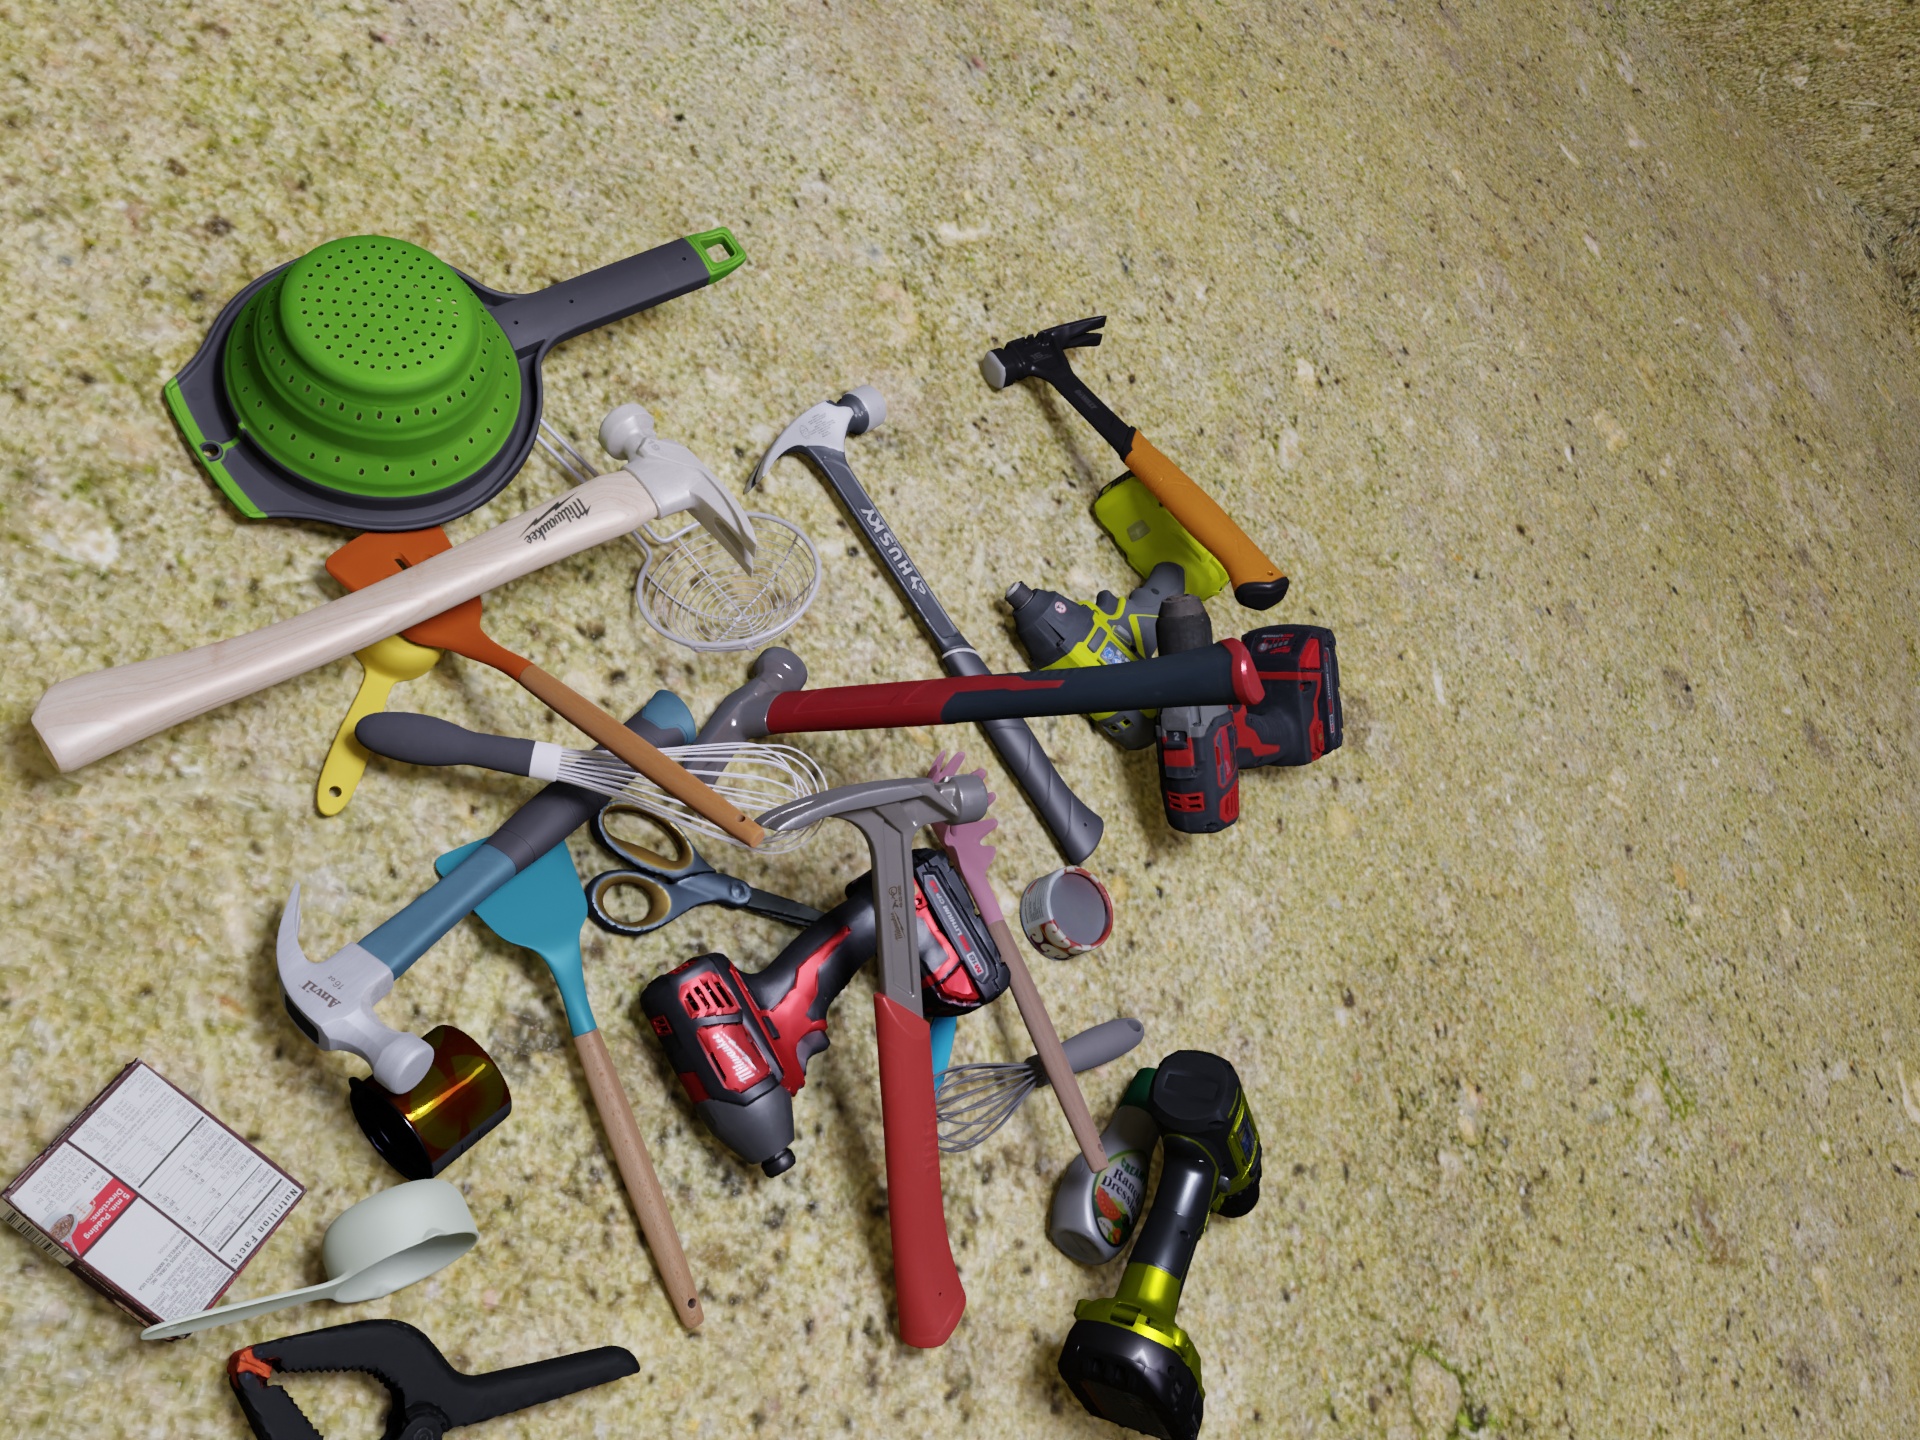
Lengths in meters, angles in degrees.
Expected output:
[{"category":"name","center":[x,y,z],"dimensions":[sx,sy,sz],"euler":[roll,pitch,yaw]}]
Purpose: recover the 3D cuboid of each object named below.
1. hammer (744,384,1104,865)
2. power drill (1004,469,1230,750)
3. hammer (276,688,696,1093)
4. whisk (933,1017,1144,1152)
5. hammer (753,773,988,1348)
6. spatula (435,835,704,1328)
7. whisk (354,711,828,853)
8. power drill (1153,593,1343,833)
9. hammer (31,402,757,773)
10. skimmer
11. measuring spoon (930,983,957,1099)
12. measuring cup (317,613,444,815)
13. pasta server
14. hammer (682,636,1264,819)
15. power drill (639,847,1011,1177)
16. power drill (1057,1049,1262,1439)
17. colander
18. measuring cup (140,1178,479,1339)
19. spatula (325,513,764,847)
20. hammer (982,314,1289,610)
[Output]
[{"category":"hammer","center":[-0.014,-0.065,1.230],"dimensions":[0.149,0.036,0.409],"euler":[-35,92,-40]},{"category":"power drill","center":[0.138,-0.107,1.337],"dimensions":[0.171,0.080,0.223],"euler":[43,54,-14]},{"category":"hammer","center":[-0.267,0.077,0.953],"dimensions":[0.128,0.033,0.331],"euler":[30,42,13]},{"category":"whisk","center":[0.056,0.250,1.125],"dimensions":[0.239,0.055,0.055],"euler":[-11,76,-46]},{"category":"hammer","center":[-0.042,0.216,0.980],"dimensions":[0.149,0.037,0.359],"euler":[-9,100,-33]},{"category":"spatula","center":[-0.219,0.213,0.957],"dimensions":[0.082,0.044,0.317],"euler":[-18,86,-41]},{"category":"whisk","center":[-0.217,0.031,0.959],"dimensions":[0.284,0.070,0.070],"euler":[11,62,-11]},{"category":"power drill","center":[0.228,-0.024,1.304],"dimensions":[0.226,0.080,0.188],"euler":[-22,108,-50]},{"category":"hammer","center":[-0.314,-0.067,0.924],"dimensions":[0.410,0.038,0.146],"euler":[-30,64,-32]},{"category":"skimmer","center":[-0.252,-0.186,1.070],"dimensions":[0.363,0.090,0.127],"euler":[44,60,-11]},{"category":"measuring spoon","center":[-0.016,0.213,1.115],"dimensions":[0.042,0.021,0.129],"euler":[24,66,-22]},{"category":"measuring cup","center":[-0.351,-0.015,0.956],"dimensions":[0.062,0.029,0.157],"euler":[26,53,-25]},{"category":"pasta server","center":[0.040,0.165,1.124],"dimensions":[0.060,0.040,0.316],"euler":[6,53,-49]},{"category":"hammer","center":[-0.002,-0.003,0.994],"dimensions":[0.038,0.386,0.143],"euler":[63,39,-33]},{"category":"power drill","center":[-0.083,0.185,1.026],"dimensions":[0.219,0.078,0.143],"euler":[-27,88,-32]},{"category":"power drill","center":[0.152,0.366,1.094],"dimensions":[0.229,0.080,0.190],"euler":[-64,148,-32]},{"category":"colander","center":[-0.296,-0.264,1.014],"dimensions":[0.397,0.094,0.204],"euler":[-32,82,-29]},{"category":"measuring cup","center":[-0.328,0.272,0.804],"dimensions":[0.167,0.083,0.038],"euler":[-2,55,-44]},{"category":"spatula","center":[-0.240,-0.021,0.941],"dimensions":[0.323,0.041,0.081],"euler":[33,46,20]},{"category":"hammer","center":[0.162,-0.217,1.331],"dimensions":[0.127,0.034,0.337],"euler":[-25,61,-25]}]
